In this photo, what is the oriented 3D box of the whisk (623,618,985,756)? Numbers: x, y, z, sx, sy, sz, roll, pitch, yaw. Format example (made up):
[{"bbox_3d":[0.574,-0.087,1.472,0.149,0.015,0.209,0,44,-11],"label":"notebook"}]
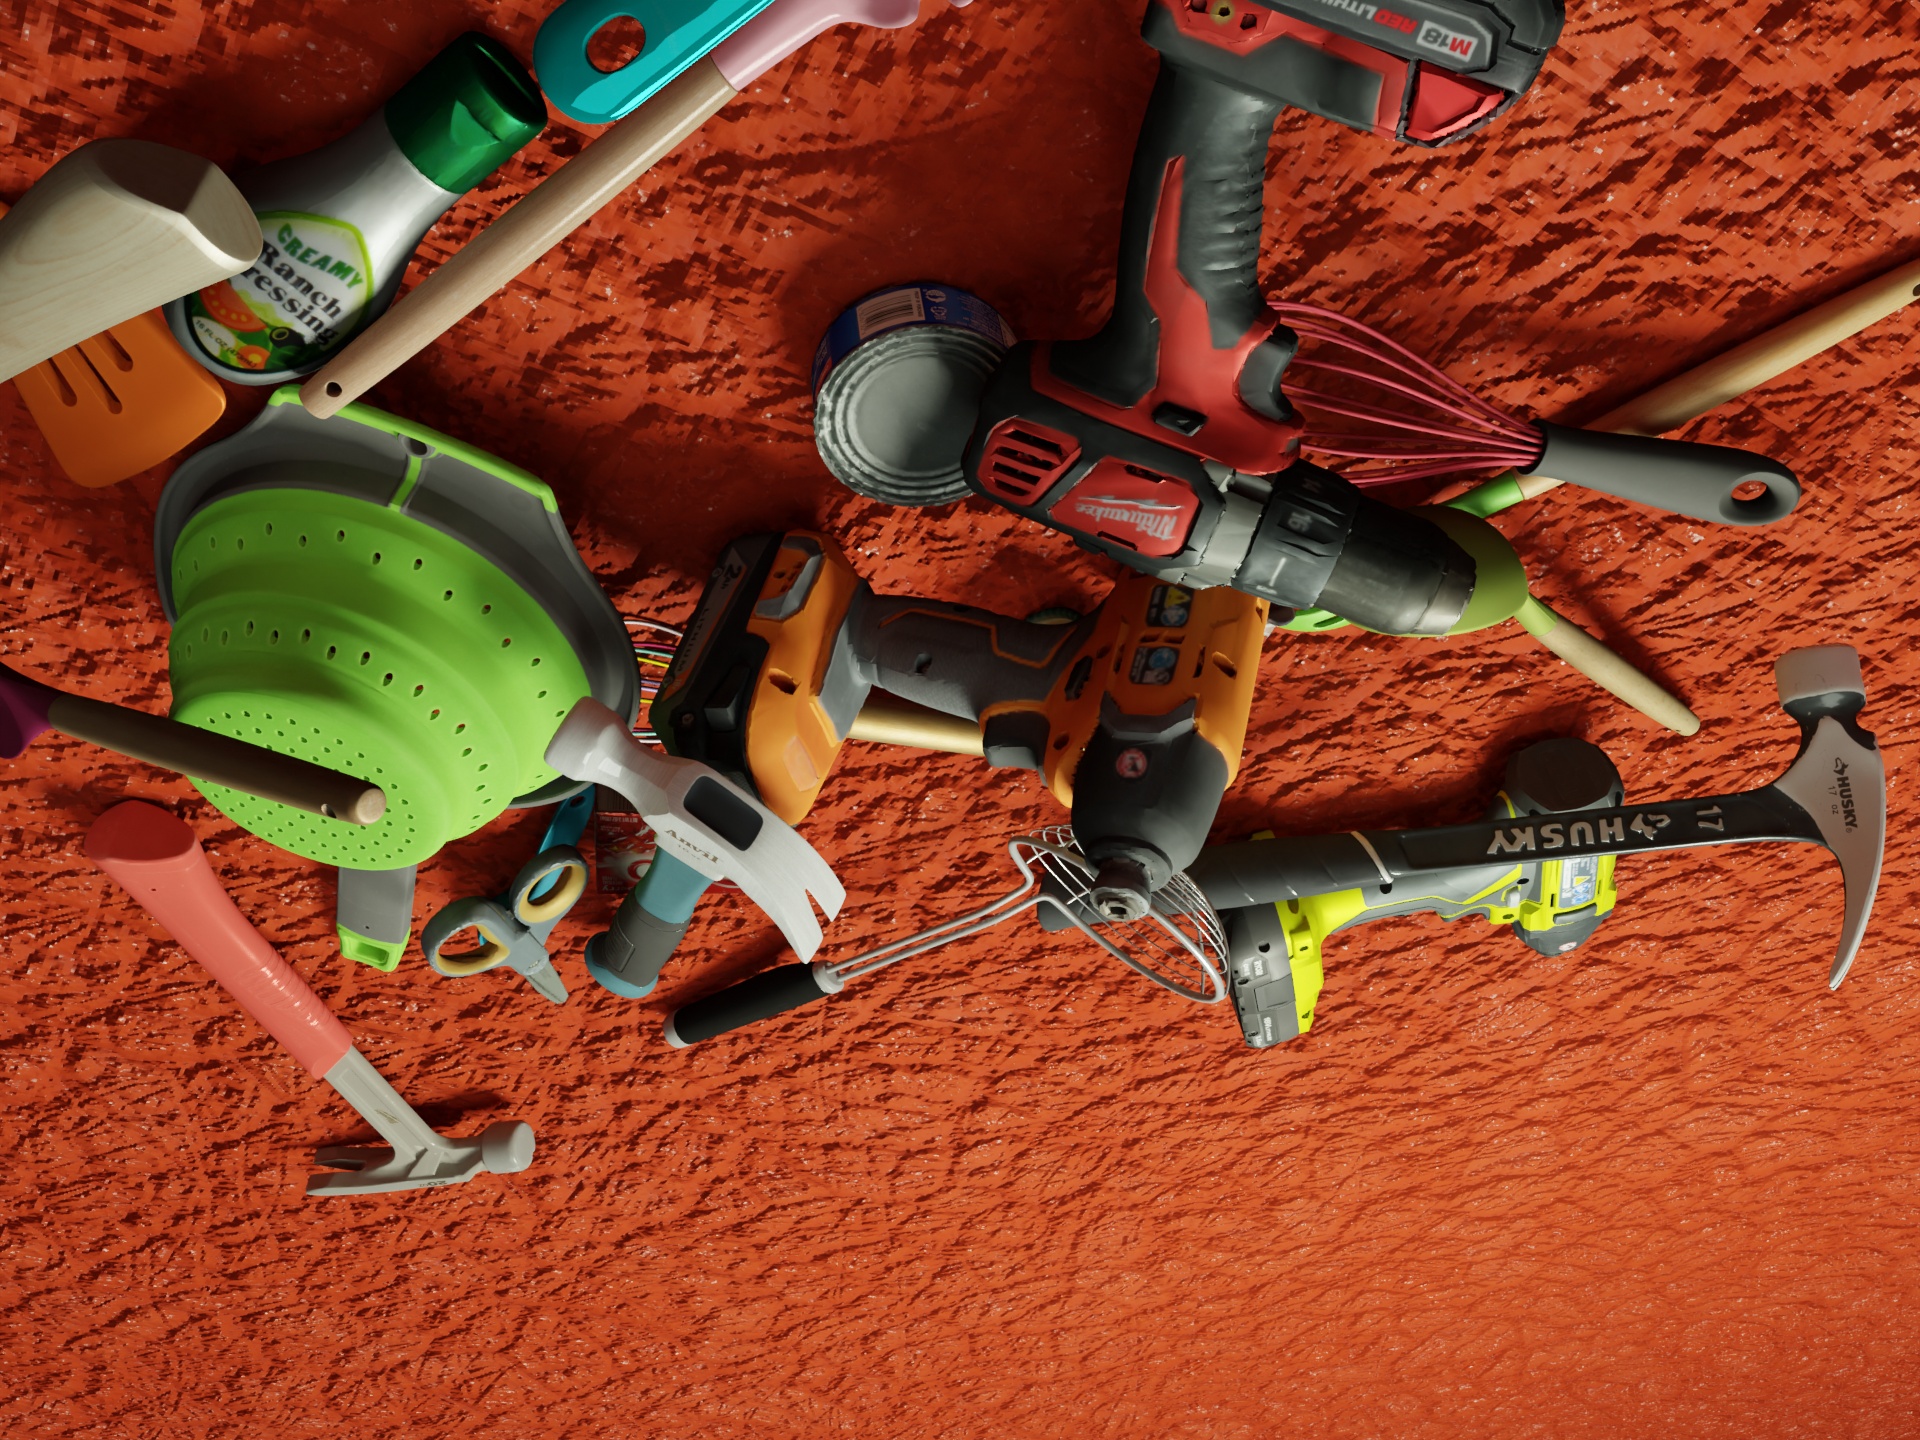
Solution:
[{"bbox_3d":[-0.072,-0.006,0.741,0.244,0.051,0.047,9,130,-23],"label":"whisk"}]

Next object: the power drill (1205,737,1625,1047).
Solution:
[{"bbox_3d":[0.255,0.105,0.897,0.223,0.080,0.171,-16,138,4],"label":"power drill"}]

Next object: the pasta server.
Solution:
[{"bbox_3d":[-0.098,-0.189,0.508,0.316,0.040,0.060,-33,115,15],"label":"pasta server"}]

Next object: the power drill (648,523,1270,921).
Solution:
[{"bbox_3d":[-0.001,-0.002,0.625,0.226,0.164,0.084,3,143,20],"label":"power drill"}]

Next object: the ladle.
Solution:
[{"bbox_3d":[0.277,-0.027,0.740,0.319,0.078,0.062,20,91,-44],"label":"ladle"}]

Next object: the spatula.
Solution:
[{"bbox_3d":[-0.367,-0.197,0.476,0.081,0.041,0.322,-20,136,23],"label":"spatula"}]

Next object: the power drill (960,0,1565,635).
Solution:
[{"bbox_3d":[0.116,-0.140,0.528,0.188,0.080,0.226,22,124,3],"label":"power drill"}]

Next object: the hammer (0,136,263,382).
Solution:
[{"bbox_3d":[-0.403,-0.094,0.548,0.410,0.038,0.146,-15,140,19],"label":"hammer"}]

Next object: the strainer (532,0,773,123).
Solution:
[{"bbox_3d":[0.036,-0.260,0.400,0.340,0.095,0.210,-33,111,9],"label":"strainer"}]

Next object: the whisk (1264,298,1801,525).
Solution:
[{"bbox_3d":[0.214,-0.114,0.641,0.295,0.073,0.073,8,136,-14],"label":"whisk"}]

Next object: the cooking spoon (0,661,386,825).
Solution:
[{"bbox_3d":[-0.319,0.001,0.593,0.319,0.017,0.068,11,129,33],"label":"cooking spoon"}]

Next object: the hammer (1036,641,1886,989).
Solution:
[{"bbox_3d":[0.223,0.070,0.780,0.409,0.149,0.036,-10,162,28],"label":"hammer"}]

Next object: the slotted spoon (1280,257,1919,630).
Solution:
[{"bbox_3d":[0.265,-0.116,0.688,0.314,0.031,0.070,-27,131,18],"label":"slotted spoon"}]

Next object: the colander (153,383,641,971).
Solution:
[{"bbox_3d":[-0.264,0.040,0.689,0.204,0.095,0.396,21,139,-7],"label":"colander"}]

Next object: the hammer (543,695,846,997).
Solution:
[{"bbox_3d":[-0.138,0.084,0.729,0.128,0.033,0.331,33,155,-5],"label":"hammer"}]

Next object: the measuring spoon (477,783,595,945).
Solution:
[{"bbox_3d":[-0.218,0.071,0.823,0.042,0.021,0.128,-1,134,-44],"label":"measuring spoon"}]

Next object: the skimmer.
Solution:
[{"bbox_3d":[-0.029,0.141,0.842,0.363,0.090,0.127,-24,126,28],"label":"skimmer"}]

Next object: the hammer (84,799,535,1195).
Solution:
[{"bbox_3d":[-0.374,0.169,0.882,0.149,0.037,0.358,-8,138,8],"label":"hammer"}]
